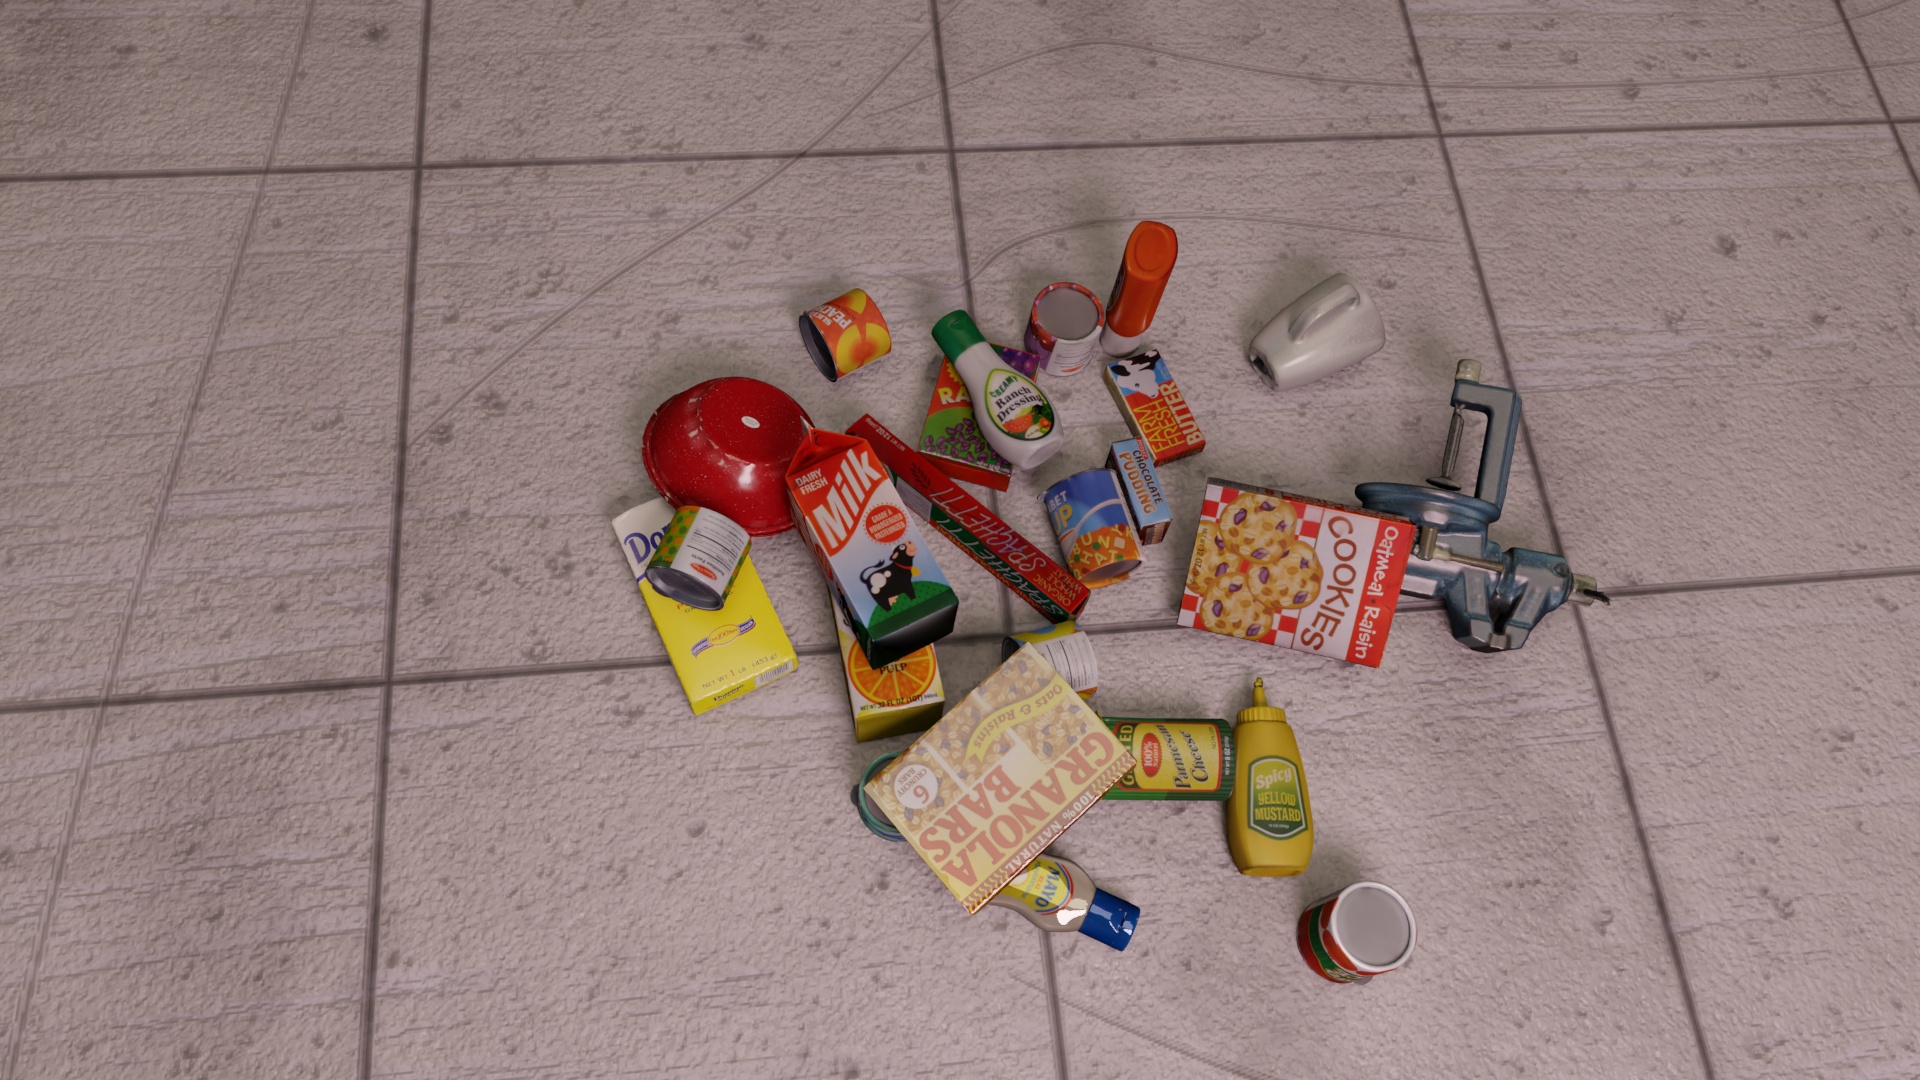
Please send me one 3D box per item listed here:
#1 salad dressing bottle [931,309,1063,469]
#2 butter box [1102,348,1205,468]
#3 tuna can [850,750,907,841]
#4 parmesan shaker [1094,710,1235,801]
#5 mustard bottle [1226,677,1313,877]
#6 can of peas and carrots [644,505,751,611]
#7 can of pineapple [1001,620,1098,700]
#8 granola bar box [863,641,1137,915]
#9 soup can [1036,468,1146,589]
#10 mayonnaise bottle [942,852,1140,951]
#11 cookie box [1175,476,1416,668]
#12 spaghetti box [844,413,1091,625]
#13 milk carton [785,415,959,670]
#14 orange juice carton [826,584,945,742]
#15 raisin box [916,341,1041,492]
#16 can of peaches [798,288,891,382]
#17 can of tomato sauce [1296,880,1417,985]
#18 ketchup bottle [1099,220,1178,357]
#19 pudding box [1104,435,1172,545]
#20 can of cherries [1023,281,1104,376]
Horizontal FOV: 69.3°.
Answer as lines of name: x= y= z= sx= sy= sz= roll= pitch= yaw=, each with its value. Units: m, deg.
salad dressing bottle: x=0.029 y=-0.130 z=1.183 sx=0.064 sy=0.043 sz=0.148 roll=-30 pitch=73 yaw=-18
butter box: x=0.173 y=-0.118 z=1.245 sx=0.053 sy=0.024 sz=0.104 roll=-20 pitch=70 yaw=-12
tuna can: x=-0.050 y=0.199 z=1.085 sx=0.071 sy=0.032 sz=0.071 roll=2 pitch=67 yaw=-5
parmesan shaker: x=0.159 y=0.170 z=1.098 sx=0.103 sy=0.071 sz=0.071 roll=1 pitch=67 yaw=-5
mustard bottle: x=0.243 y=0.185 z=1.109 sx=0.065 sy=0.048 sz=0.161 roll=2 pitch=67 yaw=-6
can of peas and carrots: x=-0.205 y=0.014 z=1.085 sx=0.071 sy=0.070 sz=0.059 roll=20 pitch=64 yaw=3
can of pineapple: x=0.071 y=0.102 z=1.119 sx=0.058 sy=0.070 sz=0.071 roll=-13 pitch=69 yaw=-17
granola bar box: x=0.030 y=0.177 z=1.040 sx=0.166 sy=0.039 sz=0.124 roll=-41 pitch=78 yaw=-7
soup can: x=0.111 y=-0.008 z=1.170 sx=0.071 sy=0.071 sz=0.084 roll=-13 pitch=69 yaw=-10
mayonnaise bottle: x=0.063 y=0.266 z=1.062 sx=0.148 sy=0.041 sz=0.065 roll=24 pitch=71 yaw=6
cookie box: x=0.272 y=0.026 z=1.137 sx=0.167 sy=0.040 sz=0.122 roll=12 pitch=104 yaw=9
spaghetti box: x=0.004 y=-0.015 z=1.172 sx=0.250 sy=0.050 sz=0.029 roll=39 pitch=71 yaw=11
milk carton: x=-0.079 y=-0.005 z=1.069 sx=0.073 sy=0.072 sz=0.191 roll=-25 pitch=70 yaw=-14
orange juice carton: x=-0.067 y=0.057 z=1.122 sx=0.072 sy=0.072 sz=0.193 roll=-10 pitch=68 yaw=-8
raisin box: x=0.016 y=-0.113 z=1.221 sx=0.086 sy=0.040 sz=0.124 roll=15 pitch=68 yaw=1
can of peaches: x=-0.102 y=-0.183 z=1.223 sx=0.058 sy=0.071 sz=0.071 roll=-29 pitch=73 yaw=-17
can of tomato sauce: x=0.299 y=0.298 z=1.048 sx=0.071 sy=0.082 sz=0.071 roll=2 pitch=67 yaw=-4
ketchup bottle: x=0.153 y=-0.212 z=1.215 sx=0.043 sy=0.148 sz=0.065 roll=17 pitch=66 yaw=2
pudding box: x=0.153 y=-0.042 z=1.197 sx=0.030 sy=0.049 sz=0.084 roll=-13 pitch=69 yaw=-9
can of cherries: x=0.091 y=-0.192 z=1.250 sx=0.071 sy=0.058 sz=0.072 roll=2 pitch=68 yaw=-4
